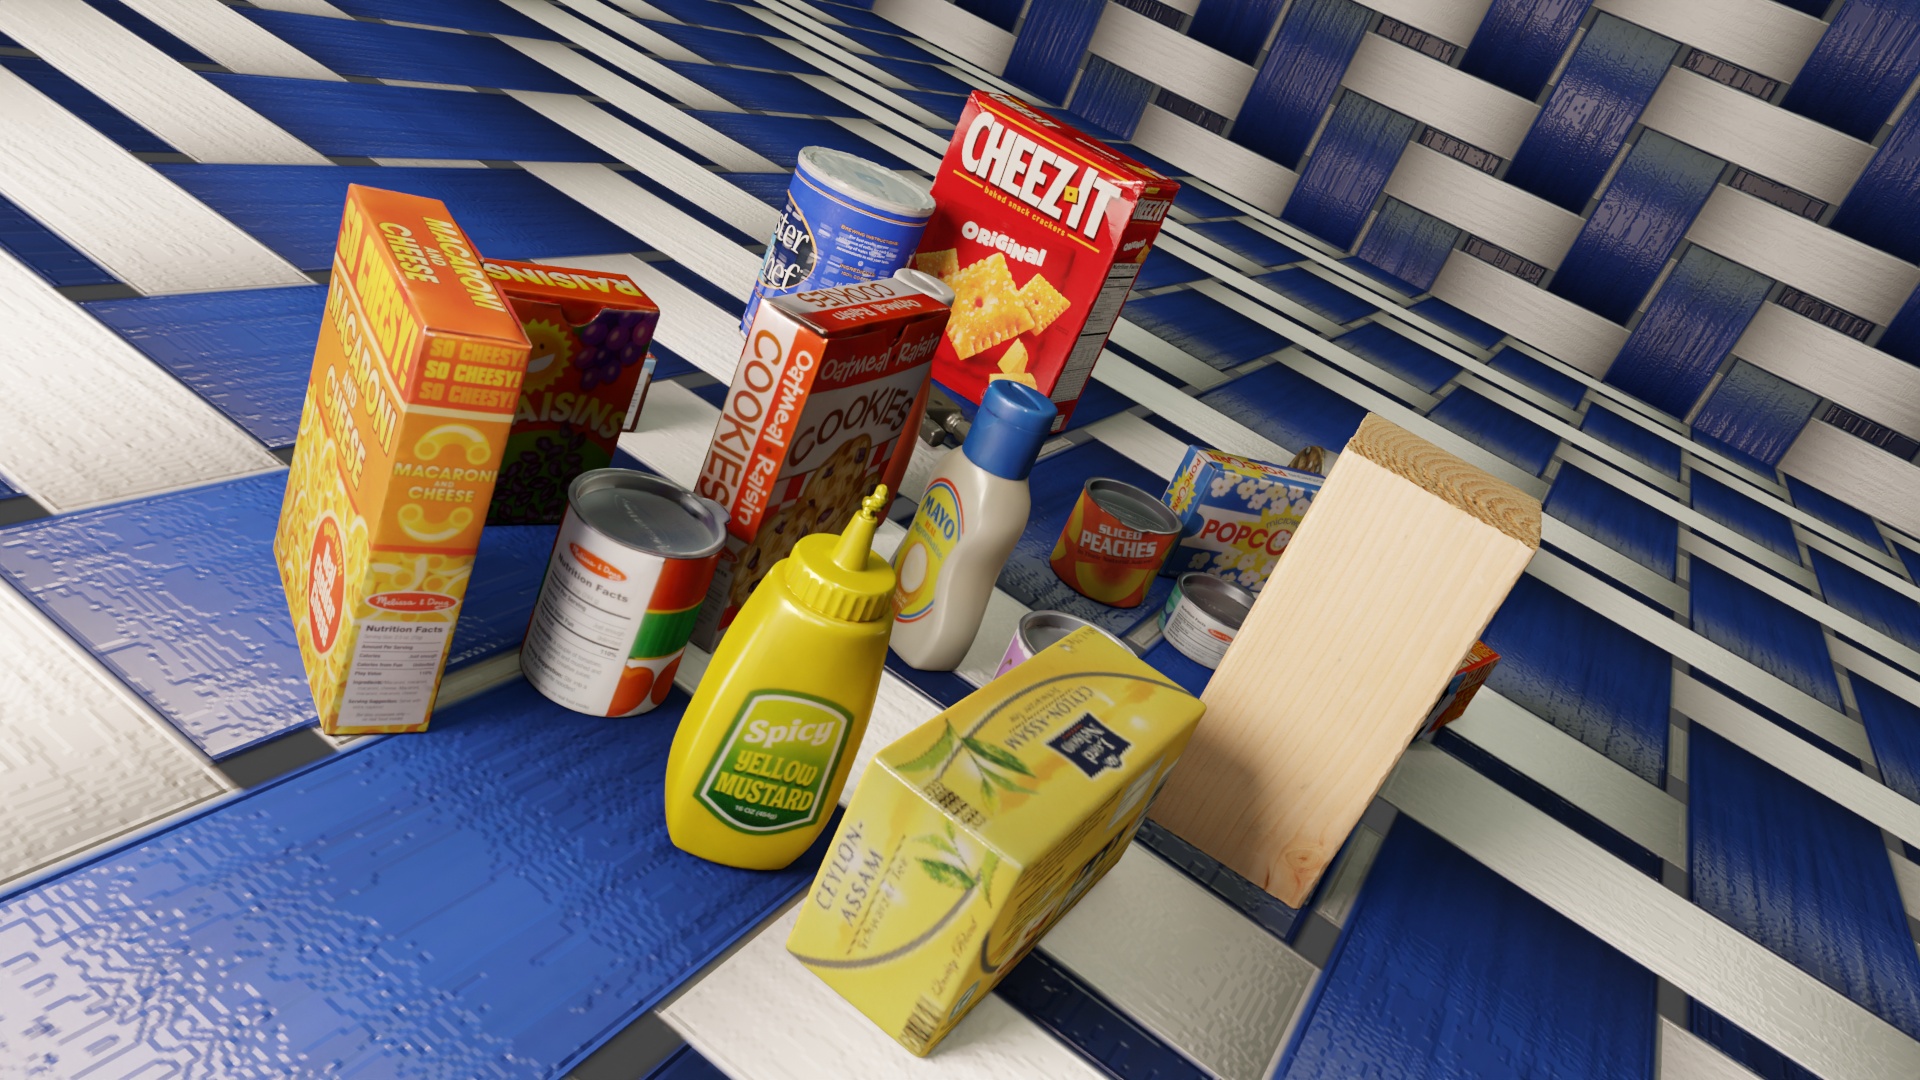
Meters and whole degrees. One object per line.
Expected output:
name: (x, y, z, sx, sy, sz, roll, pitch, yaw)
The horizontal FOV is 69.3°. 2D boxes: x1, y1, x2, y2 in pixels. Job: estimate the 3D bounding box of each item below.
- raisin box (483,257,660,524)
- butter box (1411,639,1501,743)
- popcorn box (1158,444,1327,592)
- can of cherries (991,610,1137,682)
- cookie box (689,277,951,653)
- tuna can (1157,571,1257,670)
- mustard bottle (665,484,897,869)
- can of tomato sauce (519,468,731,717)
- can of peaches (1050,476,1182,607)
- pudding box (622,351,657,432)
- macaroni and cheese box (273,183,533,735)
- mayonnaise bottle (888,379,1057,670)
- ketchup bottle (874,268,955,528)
raisin box: (-0.203, -0.068, 0.658, 0.086, 0.123, 0.040, -1, 34, -44)
butter box: (0.304, 0.095, 0.880, 0.024, 0.053, 0.104, 39, 28, 29)
popcorn box: (0.196, -0.011, 0.957, 0.127, 0.085, 0.038, 10, 28, -30)
can of cherries: (0.049, 0.078, 0.674, 0.071, 0.058, 0.072, 20, 24, -9)
cookie box: (-0.074, -0.040, 0.667, 0.040, 0.166, 0.123, 31, 25, 15)
tuna can: (0.159, 0.050, 0.862, 0.071, 0.032, 0.071, 20, 24, -9)
mustard bottle: (-0.060, 0.048, 0.509, 0.065, 0.159, 0.049, 16, 25, -19)
can of tomato sauce: (-0.141, 0.022, 0.583, 0.071, 0.082, 0.071, 20, 24, -9)
can of peaches: (0.096, 0.002, 0.871, 0.071, 0.057, 0.071, 20, 24, -9)
pudding box: (-0.218, -0.091, 0.780, 0.084, 0.049, 0.030, 0, 34, -43)
macaroni and cheese box: (-0.214, -0.031, 0.521, 0.040, 0.165, 0.124, 4, 31, -38)
mayonnaise bottle: (0.002, -0.009, 0.697, 0.041, 0.147, 0.065, 6, 30, -36)
ketchup bottle: (-0.046, -0.082, 0.800, 0.043, 0.148, 0.065, -5, 37, -48)
